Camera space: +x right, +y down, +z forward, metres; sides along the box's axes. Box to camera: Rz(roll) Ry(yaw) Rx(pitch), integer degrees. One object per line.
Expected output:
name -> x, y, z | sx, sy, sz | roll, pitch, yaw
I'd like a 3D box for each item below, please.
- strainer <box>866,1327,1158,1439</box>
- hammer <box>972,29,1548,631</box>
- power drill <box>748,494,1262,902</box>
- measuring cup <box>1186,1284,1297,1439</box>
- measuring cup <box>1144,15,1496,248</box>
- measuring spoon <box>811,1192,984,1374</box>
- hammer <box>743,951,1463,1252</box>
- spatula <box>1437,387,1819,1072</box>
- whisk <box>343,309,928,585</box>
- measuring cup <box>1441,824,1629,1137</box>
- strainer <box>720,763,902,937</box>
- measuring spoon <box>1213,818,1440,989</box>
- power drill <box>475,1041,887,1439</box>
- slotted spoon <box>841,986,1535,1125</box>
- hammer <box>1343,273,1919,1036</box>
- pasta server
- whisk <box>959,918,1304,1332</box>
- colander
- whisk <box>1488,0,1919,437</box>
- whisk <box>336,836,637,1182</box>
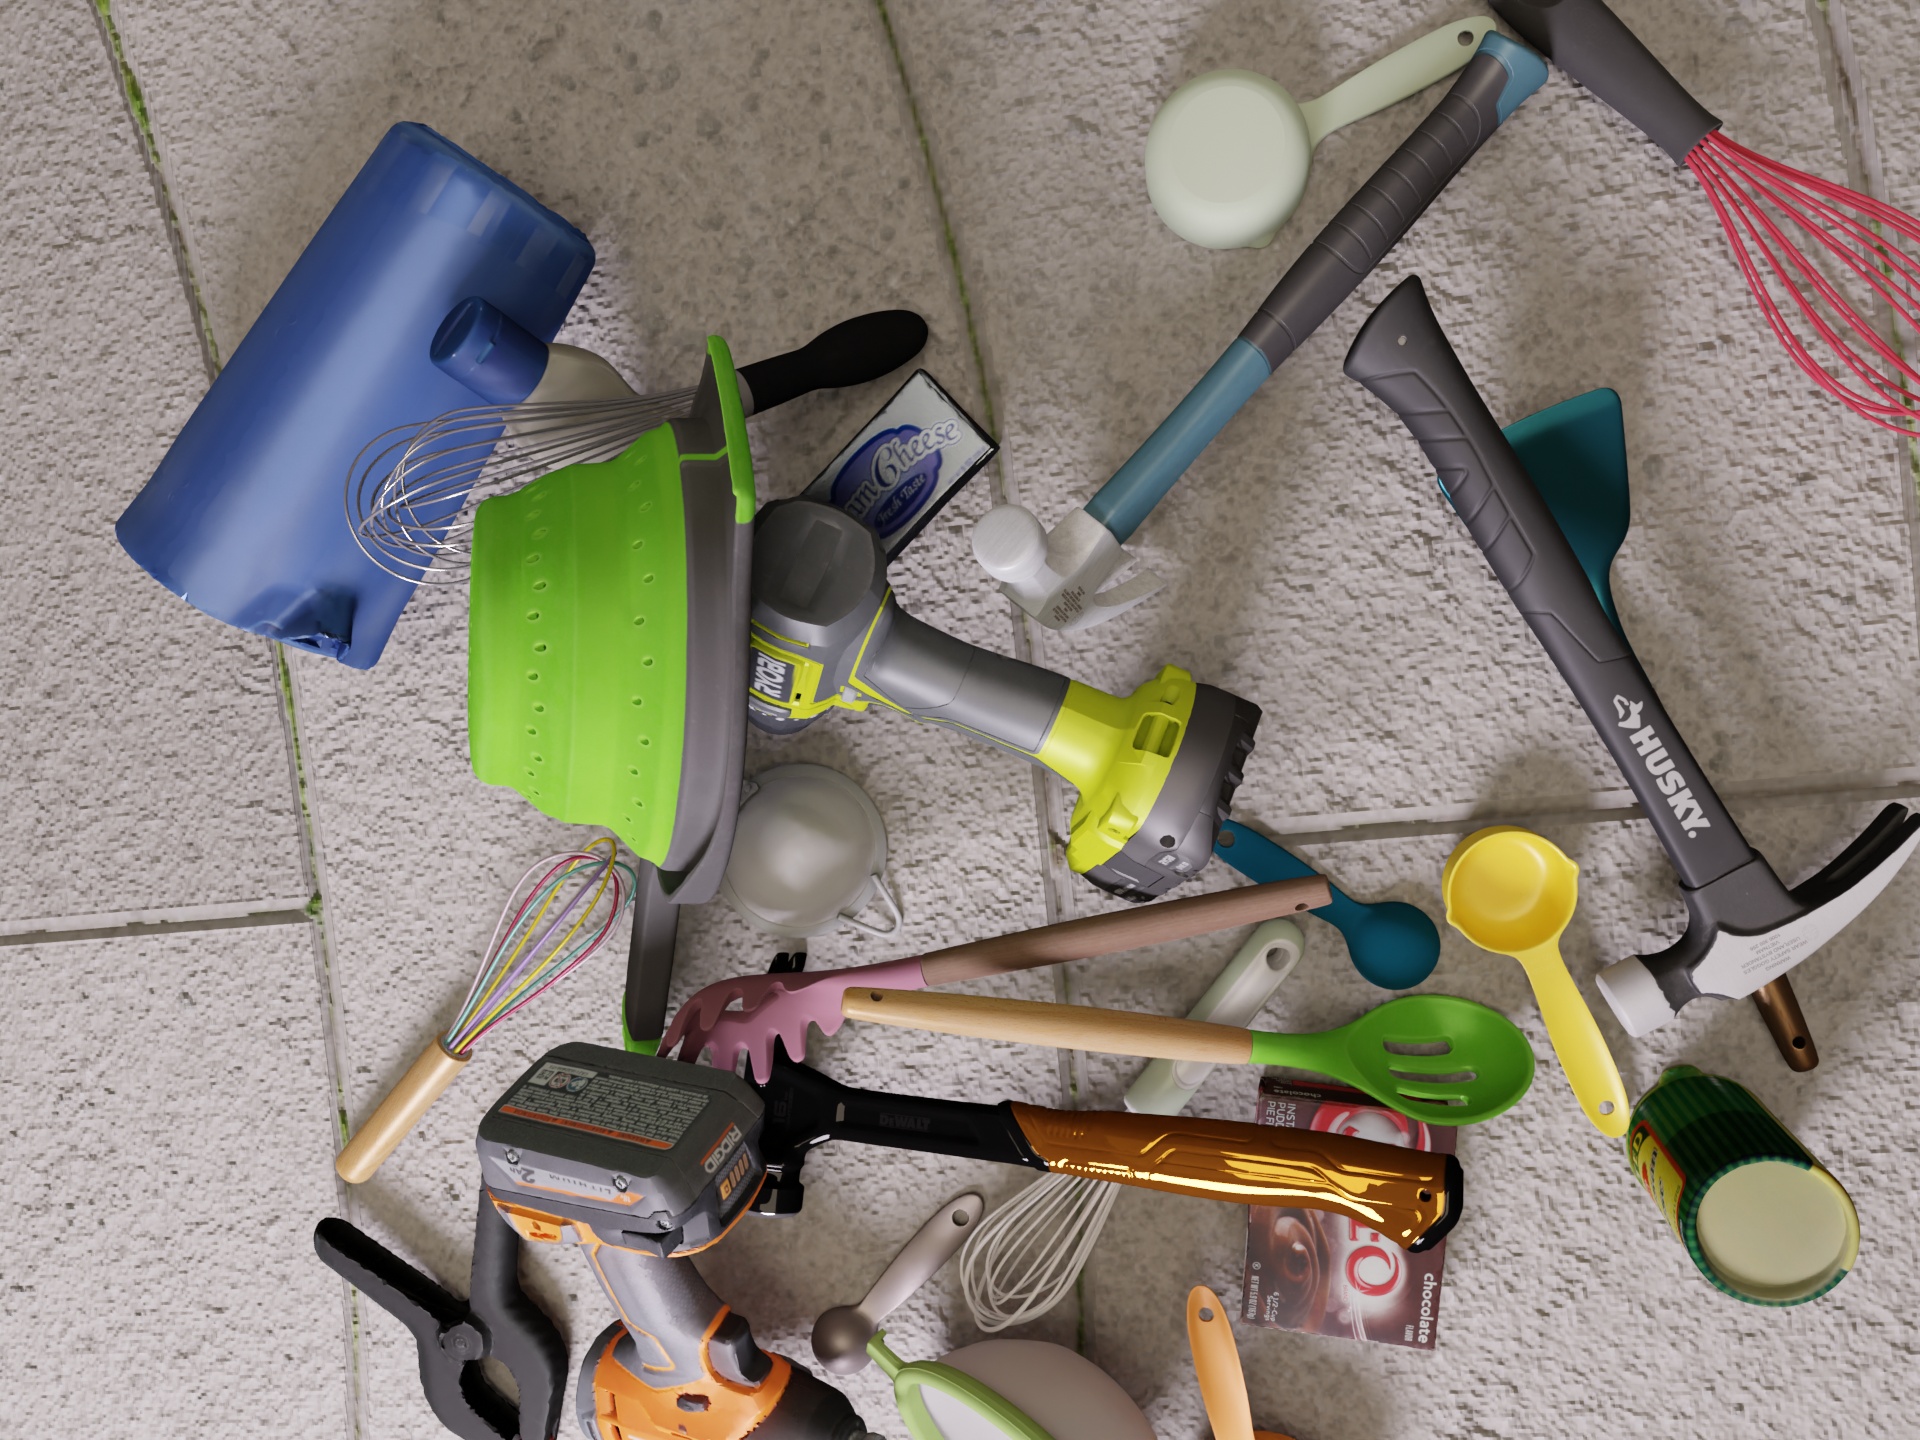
strainer -> 0.076, 0.331, 0.703 | 0.256, 0.069, 0.151 | -10, 116, 52
hammer -> 0.138, -0.170, 0.696 | 0.033, 0.128, 0.331 | 42, 91, 24
power drill -> -0.001, -0.002, 0.707 | 0.228, 0.190, 0.080 | 24, 71, -2
measuring cup -> 0.135, 0.345, 0.757 | 0.095, 0.052, 0.173 | -13, 90, 11
measuring cup -> 0.161, -0.275, 0.712 | 0.167, 0.038, 0.083 | -25, 89, 14
measuring spoon -> -0.032, 0.284, 0.800 | 0.034, 0.018, 0.124 | 42, 99, 5
hammer -> 0.055, 0.185, 0.729 | 0.337, 0.034, 0.127 | 3, 82, 20
spatula -> 0.310, 0.013, 0.703 | 0.082, 0.044, 0.317 | -25, 90, 9
whisk -> -0.131, -0.132, 0.706 | 0.284, 0.070, 0.070 | -26, 89, -26
measuring cup -> 0.269, 0.119, 0.731 | 0.062, 0.029, 0.156 | -25, 98, 8
strainer -> -0.132, 0.021, 0.791 | 0.258, 0.050, 0.087 | 39, 84, 9
measuring spoon -> 0.167, 0.083, 0.745 | 0.128, 0.021, 0.042 | 33, 99, 6
power drill -> -0.122, 0.267, 0.738 | 0.164, 0.084, 0.226 | 4, 120, 27
slotted spoon -> 0.103, 0.141, 0.710 | 0.313, 0.070, 0.031 | 7, 133, -8
hammer -> 0.267, -0.038, 0.673 | 0.146, 0.035, 0.335 | -31, 93, 12
pasta server -> 0.010, 0.114, 0.718 | 0.316, 0.060, 0.040 | -14, 50, 14
whisk -> 0.083, 0.193, 0.758 | 0.057, 0.059, 0.246 | 36, 95, -13
colander -> -0.160, 0.028, 0.676 | 0.094, 0.205, 0.396 | 1, 134, -17
whisk -> 0.329, -0.232, 0.677 | 0.073, 0.073, 0.296 | -43, 79, 11
whisk -> -0.249, 0.152, 0.825 | 0.245, 0.051, 0.047 | -49, 60, 14
